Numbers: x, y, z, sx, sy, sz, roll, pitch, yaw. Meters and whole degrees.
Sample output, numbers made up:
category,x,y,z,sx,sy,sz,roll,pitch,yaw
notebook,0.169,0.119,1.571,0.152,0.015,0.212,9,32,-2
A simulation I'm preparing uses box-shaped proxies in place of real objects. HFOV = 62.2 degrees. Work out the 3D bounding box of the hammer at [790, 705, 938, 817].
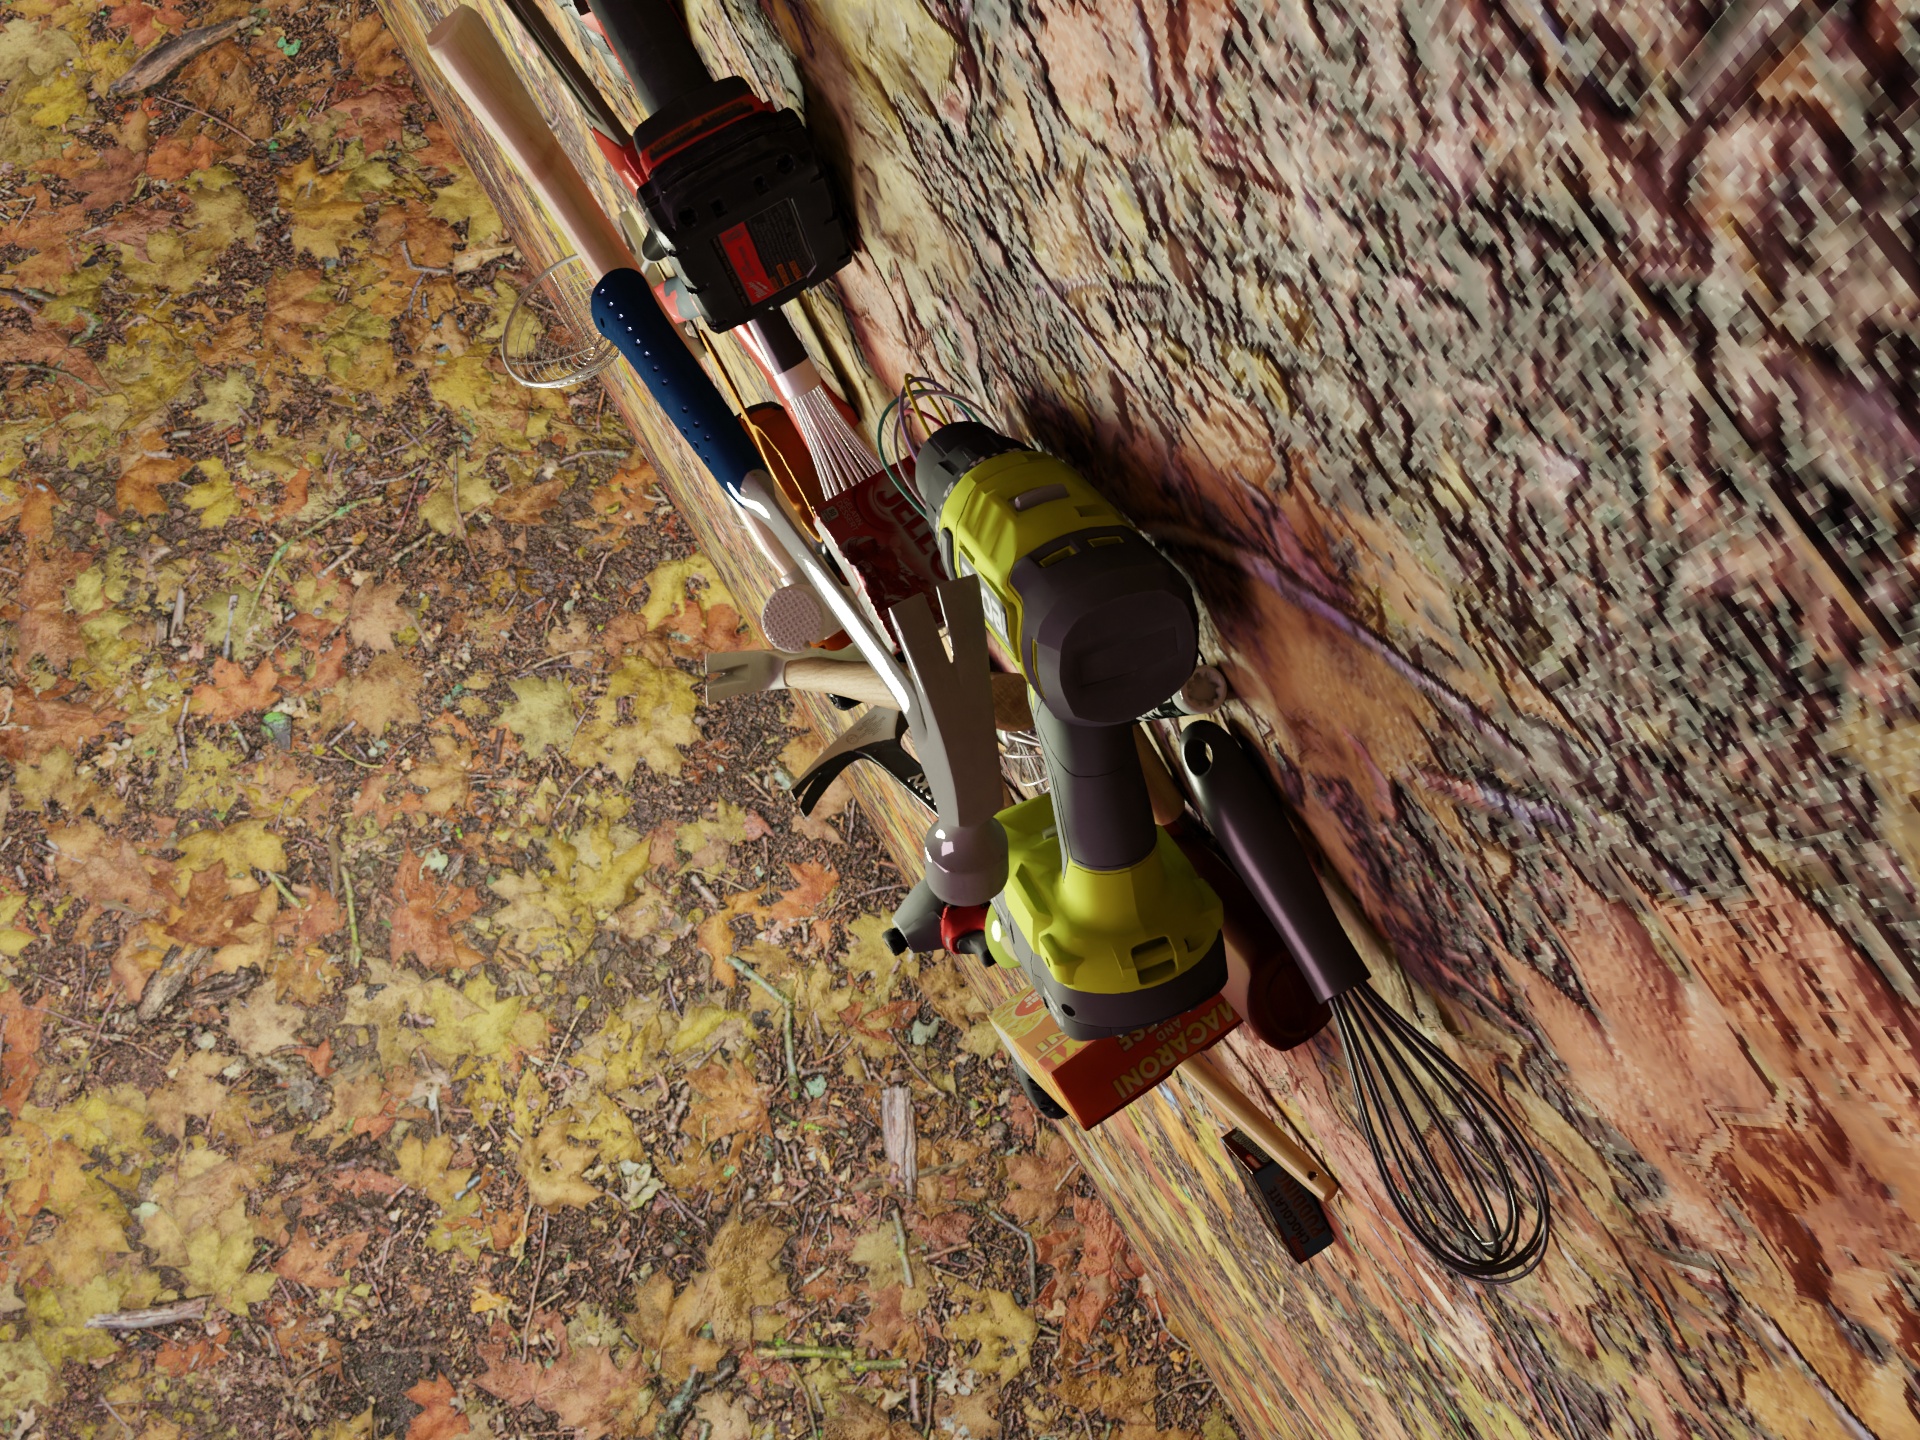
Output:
category,x,y,z,sx,sy,sz,roll,pitch,yaw
hammer,0.023,0.093,1.102,0.409,0.149,0.036,39,160,48

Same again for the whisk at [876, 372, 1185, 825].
category,x,y,z,sx,sy,sz,roll,pitch,yaw
whisk,0.036,-0.052,0.737,0.245,0.051,0.047,58,167,-13

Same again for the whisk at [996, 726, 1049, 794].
category,x,y,z,sx,sy,sz,roll,pitch,yaw
whisk,0.039,0.007,0.946,0.246,0.057,0.059,-150,64,-79

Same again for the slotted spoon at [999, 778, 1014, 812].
category,x,y,z,sx,sy,sz,roll,pitch,yaw
slotted spoon,-0.001,-0.003,0.935,0.314,0.031,0.070,-113,19,-49

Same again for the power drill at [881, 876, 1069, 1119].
category,x,y,z,sx,sy,sz,roll,pitch,yaw
power drill,0.042,0.179,1.177,0.220,0.143,0.078,48,163,44

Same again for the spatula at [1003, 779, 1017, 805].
category,x,y,z,sx,sy,sz,roll,pitch,yaw
spatula,0.014,0.030,0.953,0.316,0.018,0.059,-116,11,-58

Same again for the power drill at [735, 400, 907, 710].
category,x,y,z,sx,sy,sz,roll,pitch,yaw
power drill,-0.099,-0.112,1.199,0.164,0.084,0.226,52,165,37

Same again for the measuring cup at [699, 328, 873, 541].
category,x,y,z,sx,sy,sz,roll,pitch,yaw
measuring cup,-0.114,-0.203,1.059,0.174,0.052,0.095,59,172,14

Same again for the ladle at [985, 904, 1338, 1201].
category,x,y,z,sx,sy,sz,roll,pitch,yaw
ladle,0.126,0.202,1.037,0.320,0.078,0.062,40,172,39

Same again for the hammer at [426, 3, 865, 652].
category,x,y,z,sx,sy,sz,roll,pitch,yaw
hammer,-0.177,-0.229,0.935,0.410,0.038,0.146,58,-162,-5

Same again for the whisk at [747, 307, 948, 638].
category,x,y,z,sx,sy,sz,roll,pitch,yaw
whisk,-0.075,-0.162,0.886,0.284,0.070,0.070,61,171,-21

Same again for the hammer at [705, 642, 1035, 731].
category,x,y,z,sx,sy,sz,roll,pitch,yaw
hammer,-0.048,-0.021,0.880,0.331,0.130,0.031,-170,76,-64

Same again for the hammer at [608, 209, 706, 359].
category,x,y,z,sx,sy,sz,roll,pitch,yaw
hammer,-0.228,-0.348,1.257,0.143,0.038,0.386,63,171,-18

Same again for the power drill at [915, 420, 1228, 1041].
category,x,y,z,sx,sy,sz,roll,pitch,yaw
power drill,0.040,-0.002,0.652,0.191,0.080,0.228,-123,18,-55

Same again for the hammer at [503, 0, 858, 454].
category,x,y,z,sx,sy,sz,roll,pitch,yaw
hammer,-0.183,-0.312,0.944,0.359,0.037,0.149,53,168,-16

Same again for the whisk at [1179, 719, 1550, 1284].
category,x,y,z,sx,sy,sz,roll,pitch,yaw
whisk,0.149,0.101,0.611,0.239,0.055,0.055,61,173,16

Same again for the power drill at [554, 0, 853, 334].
category,x,y,z,sx,sy,sz,roll,pitch,yaw
power drill,-0.139,-0.304,0.766,0.227,0.080,0.187,61,179,11

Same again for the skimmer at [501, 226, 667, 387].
category,x,y,z,sx,sy,sz,roll,pitch,yaw
skimmer,-0.255,-0.327,1.127,0.090,0.127,0.363,27,165,-18

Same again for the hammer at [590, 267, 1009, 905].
category,x,y,z,sx,sy,sz,roll,pitch,yaw
hammer,-0.086,-0.101,0.710,0.406,0.035,0.144,53,157,40
